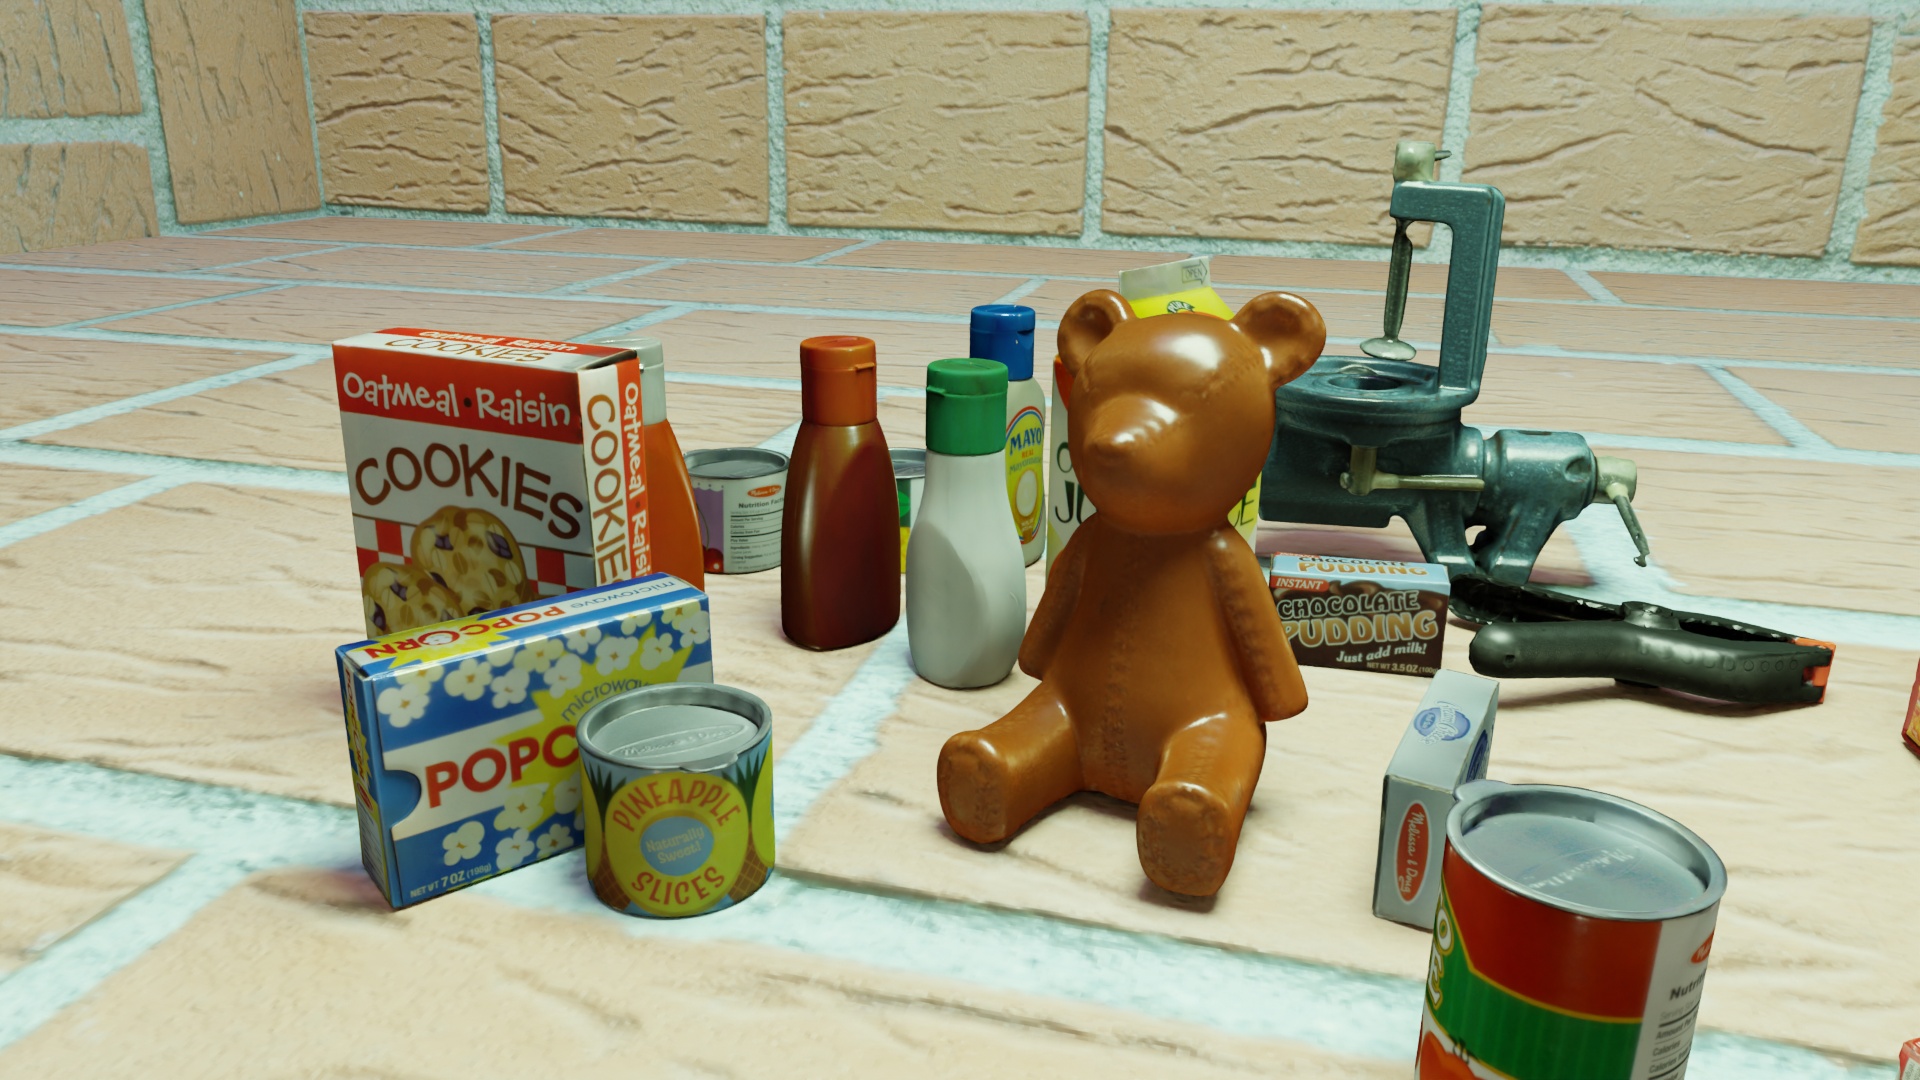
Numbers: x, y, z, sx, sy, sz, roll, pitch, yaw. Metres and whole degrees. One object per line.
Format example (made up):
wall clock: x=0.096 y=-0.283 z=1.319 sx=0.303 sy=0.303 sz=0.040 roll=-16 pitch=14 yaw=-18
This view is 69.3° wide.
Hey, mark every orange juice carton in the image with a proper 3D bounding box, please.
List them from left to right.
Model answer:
orange juice carton: x=0.089 y=-0.031 z=0.636 sx=0.073 sy=0.192 sz=0.072 roll=16 pitch=24 yaw=40

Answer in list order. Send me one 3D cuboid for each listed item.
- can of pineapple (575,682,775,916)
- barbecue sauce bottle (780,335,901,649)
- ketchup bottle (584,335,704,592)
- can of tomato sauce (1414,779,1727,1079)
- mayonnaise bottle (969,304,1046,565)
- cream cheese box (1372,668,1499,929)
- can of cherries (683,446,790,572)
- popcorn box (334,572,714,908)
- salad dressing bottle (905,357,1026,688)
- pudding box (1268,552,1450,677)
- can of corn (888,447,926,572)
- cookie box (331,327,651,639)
can of pineapple: x=-0.097 y=0.089 z=0.480 sx=0.071 sy=0.057 sz=0.071 roll=1 pitch=18 yaw=0
barbecue sauce bottle: x=-0.059 y=-0.024 z=0.681 sx=0.044 sy=0.148 sz=0.065 roll=16 pitch=23 yaw=40
ketchup bottle: x=-0.158 y=-0.023 z=0.671 sx=0.065 sy=0.148 sz=0.043 roll=-7 pitch=19 yaw=-24
can of tomato sauce: x=0.157 y=0.116 z=0.368 sx=0.071 sy=0.082 sz=0.071 roll=1 pitch=18 yaw=0
mayonnaise bottle: x=0.022 y=-0.057 z=0.785 sx=0.041 sy=0.147 sz=0.065 roll=14 pitch=22 yaw=36
cream cheese box: x=0.171 y=0.089 z=0.497 sx=0.024 sy=0.053 sz=0.104 roll=10 pitch=20 yaw=26
can of cherries: x=-0.132 y=-0.019 z=0.804 sx=0.071 sy=0.058 sz=0.072 roll=1 pitch=18 yaw=0
popcorn box: x=-0.151 y=0.067 z=0.500 sx=0.127 sy=0.085 sz=0.038 roll=-14 pitch=23 yaw=-38
salad dressing bottle: x=0.002 y=-0.008 z=0.635 sx=0.044 sy=0.147 sz=0.064 roll=-14 pitch=23 yaw=-38
pudding box: x=0.190 y=0.035 z=0.670 sx=0.084 sy=0.049 sz=0.030 roll=5 pitch=18 yaw=12
can of corn: x=-0.038 y=-0.019 z=0.809 sx=0.071 sy=0.058 sz=0.071 roll=1 pitch=18 yaw=0
cookie box: x=-0.187 y=0.002 z=0.565 sx=0.123 sy=0.166 sz=0.040 roll=8 pitch=19 yaw=22
